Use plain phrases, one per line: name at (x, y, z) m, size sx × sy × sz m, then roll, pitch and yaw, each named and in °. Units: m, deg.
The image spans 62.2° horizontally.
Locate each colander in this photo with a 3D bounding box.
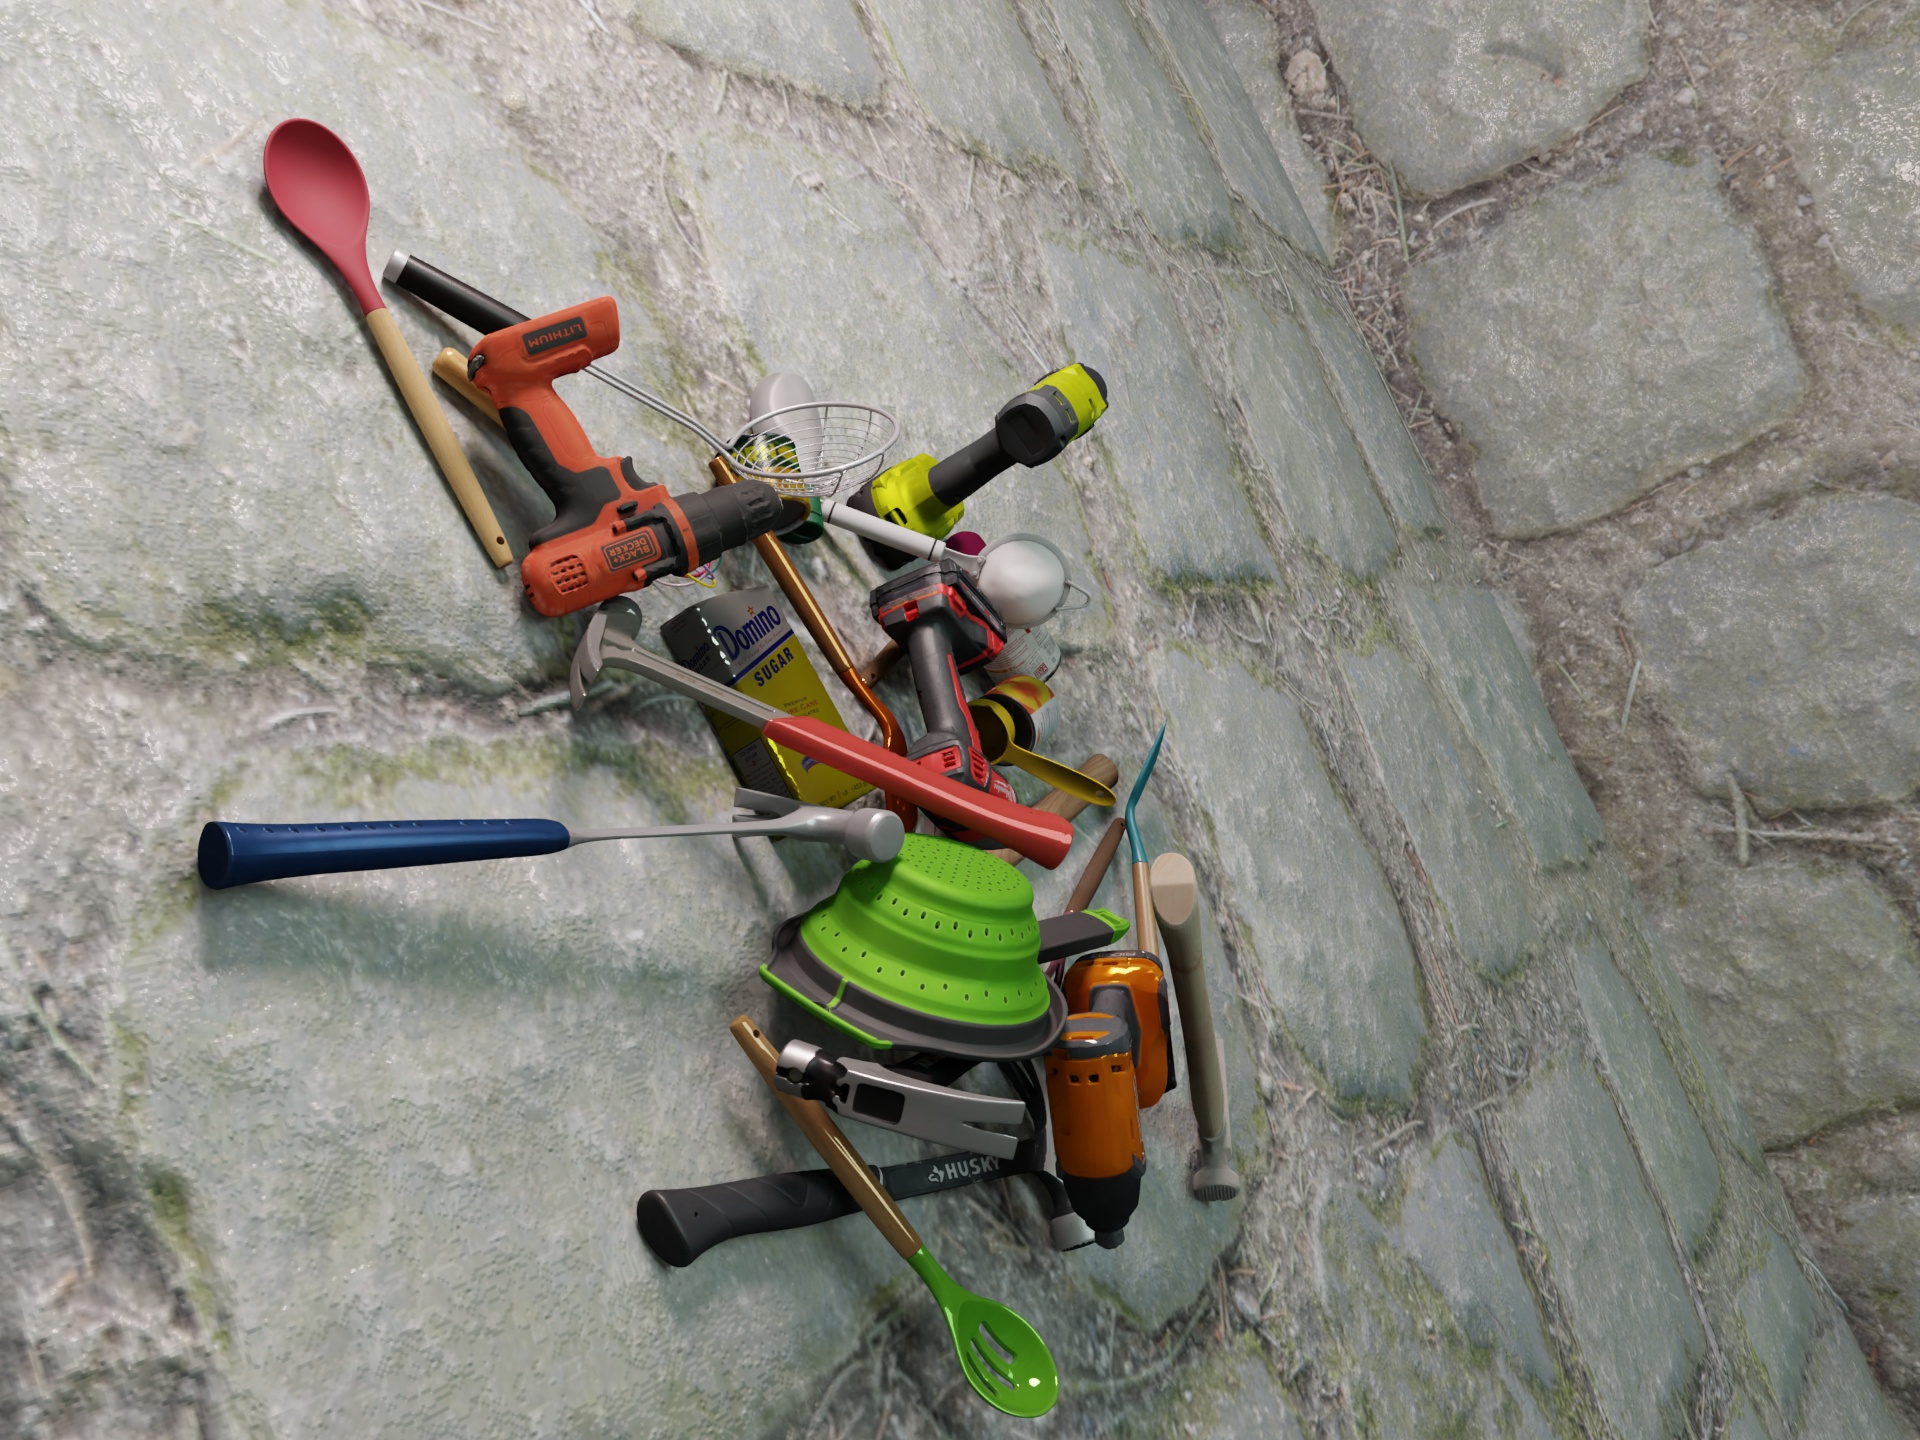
colander at (0.029, 0.135, 1.128) m, size 0.205 × 0.094 × 0.397 m, roll 25°, pitch 15°, yaw 30°

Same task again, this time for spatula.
spatula at (-0.108, -0.054, 1.210) m, size 0.322 × 0.041 × 0.081 m, roll 59°, pitch 18°, yaw -7°
spatula at (0.177, 0.154, 1.446) m, size 0.082 × 0.044 × 0.318 m, roll 92°, pitch -3°, yaw -64°

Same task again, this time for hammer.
hammer at (0.182, 0.224, 1.239) m, size 0.410 × 0.038 × 0.146 m, roll 74°, pitch 14°, yaw -49°
hammer at (0.006, 0.225, 1.076) m, size 0.334 × 0.146 × 0.035 m, roll 4°, pitch 100°, yaw -73°
hammer at (-0.084, 0.021, 1.060) m, size 0.359 × 0.036 × 0.149 m, roll 25°, pitch 18°, yaw -15°
hammer at (-0.227, 0.067, 0.925) m, size 0.405 × 0.144 × 0.035 m, roll 1°, pitch 94°, yaw -45°
hammer at (-0.047, 0.300, 1.049) m, size 0.408 × 0.036 × 0.149 m, roll 10°, pitch 57°, yaw -51°
hammer at (0.062, 0.091, 1.366) m, size 0.130 × 0.031 × 0.331 m, roll 60°, pitch 32°, yaw -2°

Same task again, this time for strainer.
strainer at (-0.013, -0.136, 1.331) m, size 0.258 × 0.086 × 0.050 m, roll 20°, pitch 24°, yaw -1°

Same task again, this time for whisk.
whisk at (-0.262, -0.172, 1.109) m, size 0.244 × 0.051 × 0.047 m, roll 40°, pitch 43°, yaw -25°

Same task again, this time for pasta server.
pasta server at (0.096, 0.160, 1.368) m, size 0.060 × 0.040 × 0.316 m, roll 55°, pitch 29°, yaw -9°

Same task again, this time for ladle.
ladle at (-0.365, -0.242, 1.032) m, size 0.069 × 0.031 × 0.315 m, roll -27°, pitch 90°, yaw -44°

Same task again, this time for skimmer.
skimmer at (-0.217, -0.258, 1.126) m, size 0.363 × 0.090 × 0.127 m, roll 26°, pitch 26°, yaw -24°

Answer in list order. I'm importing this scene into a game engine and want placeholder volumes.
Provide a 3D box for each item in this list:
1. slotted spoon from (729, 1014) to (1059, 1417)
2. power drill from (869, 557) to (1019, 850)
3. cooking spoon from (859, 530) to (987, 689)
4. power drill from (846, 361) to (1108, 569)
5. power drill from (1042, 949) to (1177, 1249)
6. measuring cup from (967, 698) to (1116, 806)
slotted spoon at (-0.044, 0.309, 0.991) m, size 0.313 × 0.031 × 0.070 m, roll 53°, pitch 32°, yaw -5°
power drill at (-0.002, -0.004, 1.250) m, size 0.143 × 0.078 × 0.220 m, roll 45°, pitch 29°, yaw -52°
cooking spoon at (-0.026, -0.096, 1.401) m, size 0.068 × 0.017 × 0.319 m, roll 56°, pitch 32°, yaw -12°
power drill at (0.023, -0.228, 1.378) m, size 0.080 × 0.223 × 0.171 m, roll 56°, pitch 32°, yaw -9°
power drill at (0.111, 0.273, 1.179) m, size 0.226 × 0.084 × 0.164 m, roll -40°, pitch 124°, yaw -75°
measuring cup at (0.062, 0.031, 1.337) m, size 0.156 × 0.062 × 0.029 m, roll 26°, pitch 26°, yaw 8°
